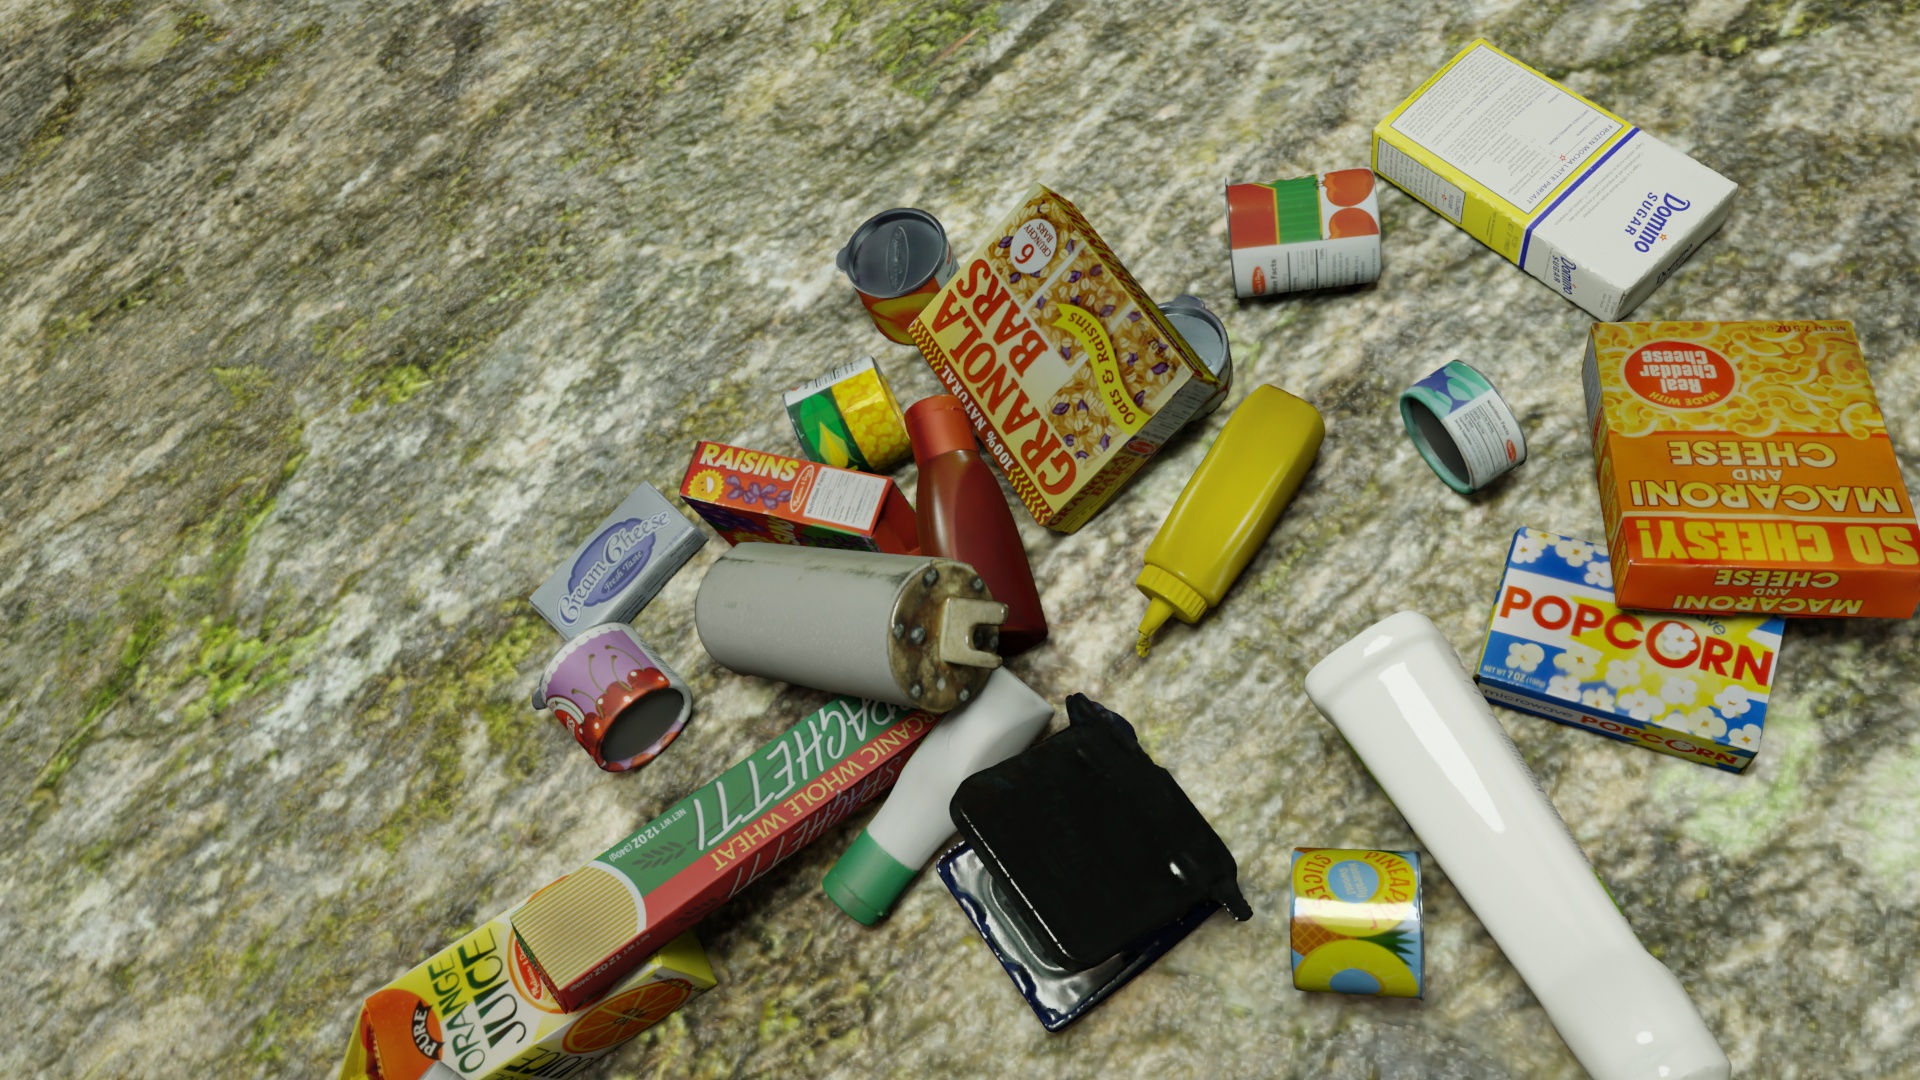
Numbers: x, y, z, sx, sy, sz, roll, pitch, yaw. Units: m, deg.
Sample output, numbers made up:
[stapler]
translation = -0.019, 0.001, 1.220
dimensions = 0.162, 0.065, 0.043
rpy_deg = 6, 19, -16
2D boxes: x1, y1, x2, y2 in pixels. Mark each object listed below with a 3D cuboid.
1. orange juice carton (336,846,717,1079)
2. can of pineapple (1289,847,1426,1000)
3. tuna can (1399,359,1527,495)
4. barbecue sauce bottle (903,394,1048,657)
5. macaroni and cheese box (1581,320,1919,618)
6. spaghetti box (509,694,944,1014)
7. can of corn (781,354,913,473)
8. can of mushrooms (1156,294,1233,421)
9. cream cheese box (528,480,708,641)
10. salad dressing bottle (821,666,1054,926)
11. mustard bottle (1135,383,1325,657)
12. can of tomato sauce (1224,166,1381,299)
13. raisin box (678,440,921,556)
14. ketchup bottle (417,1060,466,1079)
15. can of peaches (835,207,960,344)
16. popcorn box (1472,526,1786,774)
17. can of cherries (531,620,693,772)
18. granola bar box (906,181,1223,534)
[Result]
[orange juice carton]
translation = -0.235, 0.247, 0.725
dimensions = 0.193, 0.071, 0.073
rpy_deg = -32, 61, -1
[can of pineapple]
translation = 0.183, 0.175, 0.641
dimensions = 0.058, 0.070, 0.071
rpy_deg = -1, 65, 16
[tuna can]
translation = 0.263, -0.060, 0.733
dimensions = 0.033, 0.071, 0.071
rpy_deg = -32, 61, 1
[barbecue sauce bottle]
translation = 0.003, -0.010, 0.776
dimensions = 0.043, 0.065, 0.149
rpy_deg = -33, 62, 38
[macaroni and cheese box]
translation = 0.379, -0.039, 0.677
dimensions = 0.124, 0.040, 0.167
rpy_deg = 2, 49, 15
[spaghetti box]
translation = -0.106, 0.142, 0.712
dimensions = 0.251, 0.028, 0.050
rpy_deg = -32, 58, -27
[can of corn]
translation = -0.065, -0.068, 0.830
dimensions = 0.058, 0.071, 0.071
rpy_deg = -25, 61, 3
[can of mushrooms]
translation = 0.126, -0.105, 0.811
dimensions = 0.071, 0.033, 0.071
rpy_deg = -7, 64, 14
[cream cheese box]
translation = -0.210, 0.018, 0.853
dimensions = 0.053, 0.024, 0.104
rpy_deg = 38, 80, 28
[salad dressing bottle]
translation = -0.013, 0.132, 0.724
dimensions = 0.044, 0.064, 0.147
rpy_deg = 38, 88, 22
[mustard bottle]
translation = 0.136, -0.007, 0.745
dimensions = 0.049, 0.065, 0.160
rpy_deg = 32, 81, 22
[can of tomato sauce]
translation = 0.198, -0.180, 0.807
dimensions = 0.083, 0.071, 0.071
rpy_deg = -5, 64, 13
[raisin box]
translation = -0.087, -0.014, 0.798
dimensions = 0.123, 0.086, 0.040
rpy_deg = 12, 71, 21
[ketchup bottle]
translation = -0.203, 0.307, 0.662
dimensions = 0.149, 0.043, 0.065
rpy_deg = 40, 86, -6
[can of peaches]
translation = -0.035, -0.165, 0.871
dimensions = 0.071, 0.058, 0.071
rpy_deg = -6, 65, 14
[popcorn box]
translation = 0.324, 0.051, 0.676
dimensions = 0.127, 0.038, 0.085
rpy_deg = 16, 69, 22
[can of cherries]
translation = -0.198, 0.091, 0.791
dimensions = 0.071, 0.071, 0.058
rpy_deg = -46, 63, -8
[granola bar box]
translation = 0.055, -0.105, 0.801
dimensions = 0.123, 0.039, 0.166
rpy_deg = -46, 58, 23
